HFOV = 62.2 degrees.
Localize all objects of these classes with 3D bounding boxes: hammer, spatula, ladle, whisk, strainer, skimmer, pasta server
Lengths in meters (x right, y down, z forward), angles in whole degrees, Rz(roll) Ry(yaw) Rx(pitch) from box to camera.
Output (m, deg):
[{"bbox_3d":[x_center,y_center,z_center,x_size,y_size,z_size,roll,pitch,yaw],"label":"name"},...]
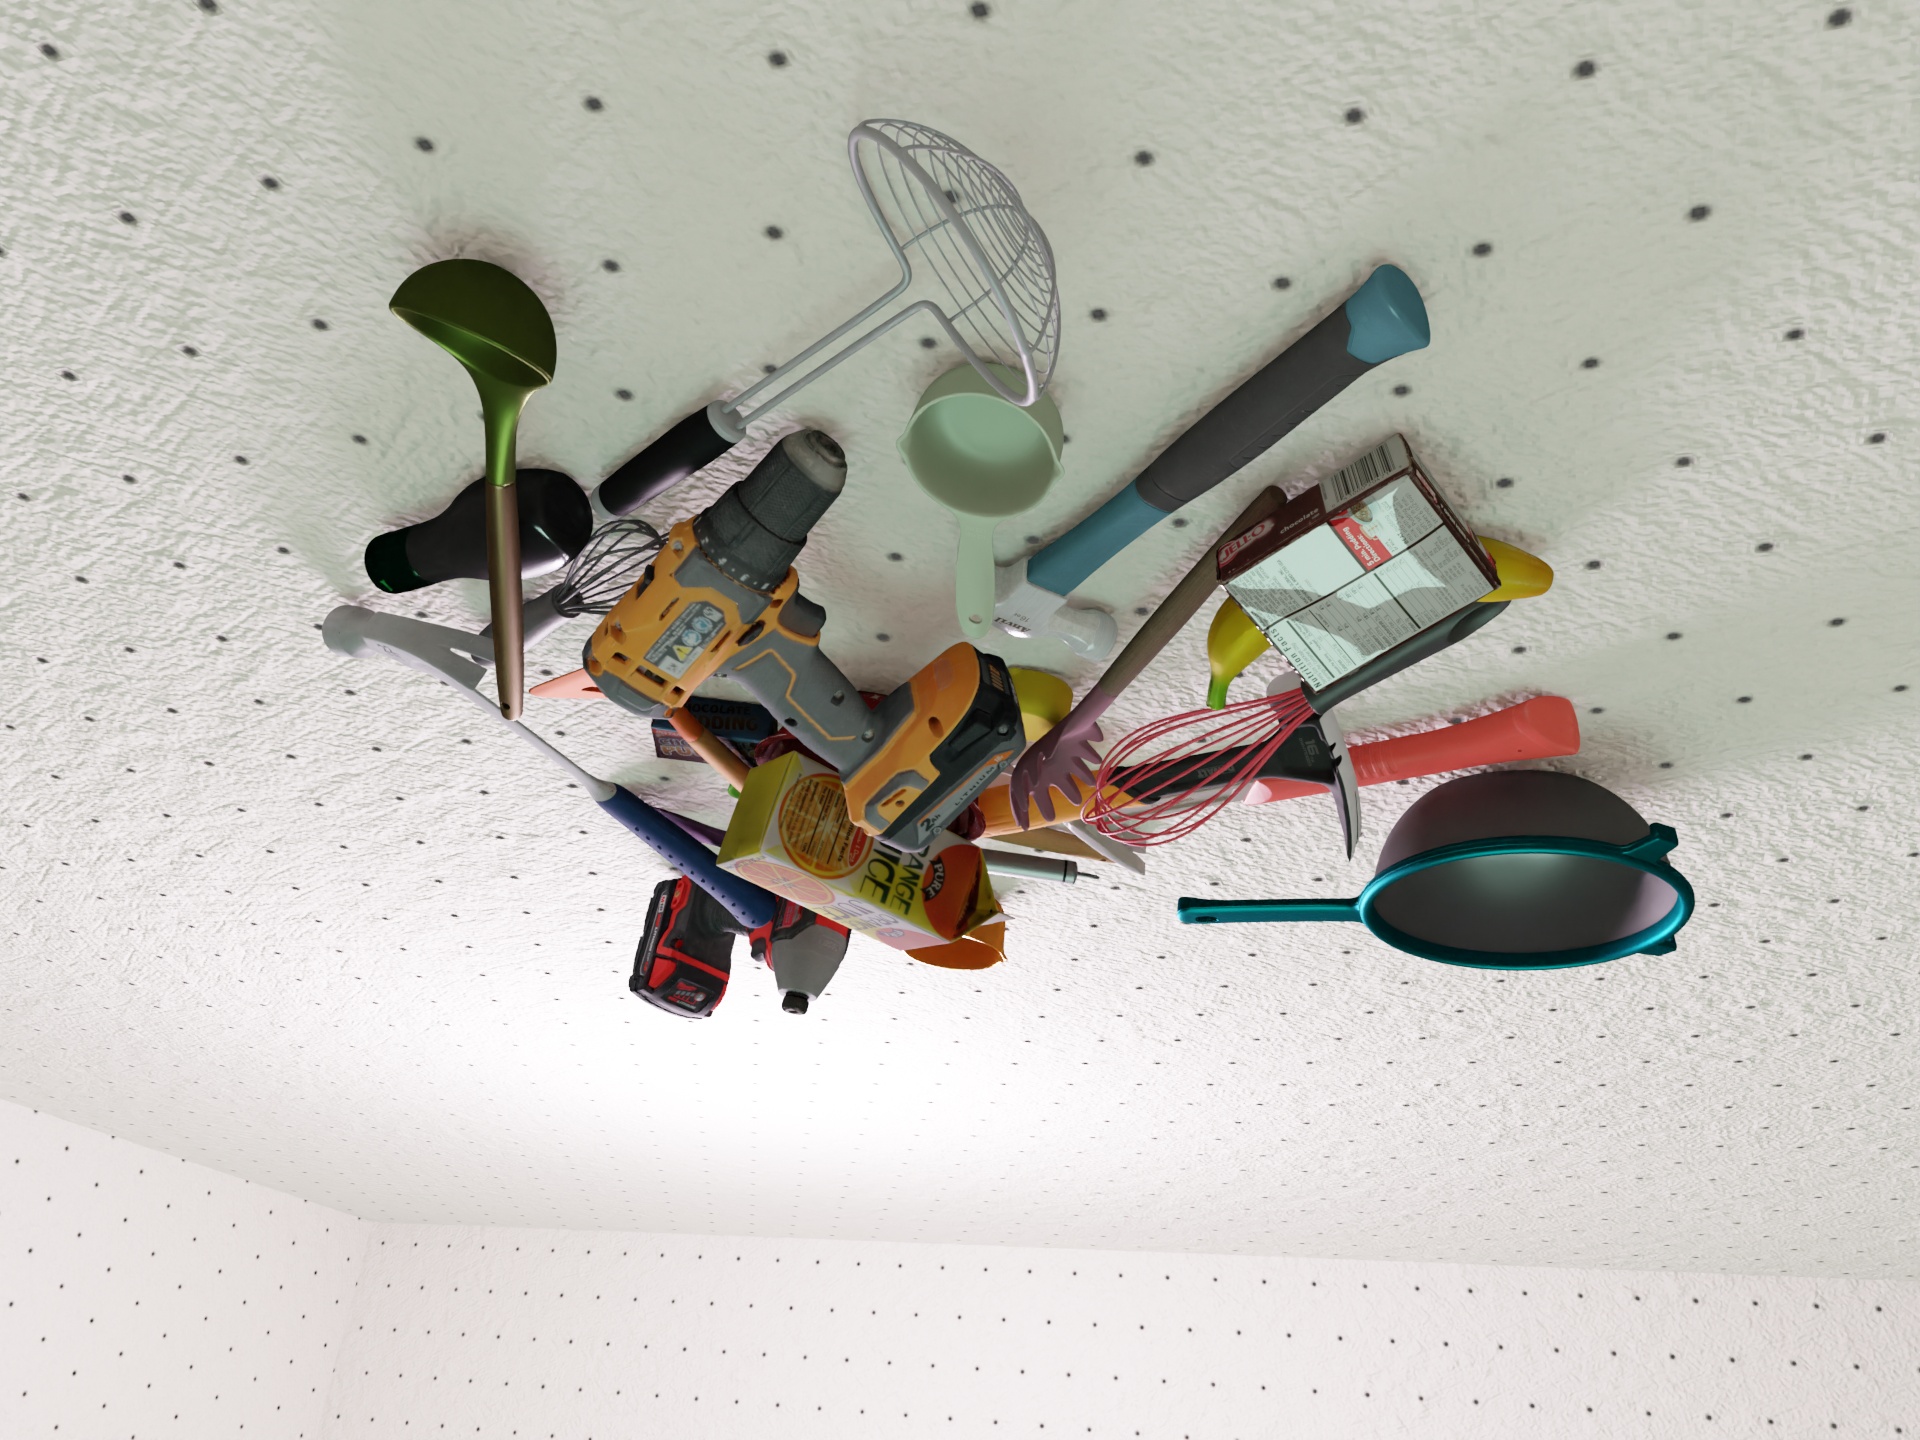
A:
[{"bbox_3d":[-0.254,0.046,1.116,0.144,0.035,0.405,10,155,39],"label":"hammer"},{"bbox_3d":[-0.149,0.097,1.201,0.316,0.018,0.059,13,157,26],"label":"spatula"},{"bbox_3d":[-0.243,-0.099,0.822,0.078,0.062,0.320,22,139,6],"label":"ladle"},{"bbox_3d":[0.109,-0.121,0.803,0.128,0.033,0.331,19,150,-25],"label":"hammer"},{"bbox_3d":[-0.239,-0.069,0.962,0.055,0.055,0.239,27,150,-34],"label":"whisk"},{"bbox_3d":[0.319,0.095,1.102,0.340,0.095,0.210,-4,150,22],"label":"strainer"},{"bbox_3d":[0.098,0.054,1.072,0.337,0.034,0.127,-11,114,31],"label":"hammer"},{"bbox_3d":[-0.020,0.105,1.229,0.258,0.050,0.087,8,174,1],"label":"strainer"},{"bbox_3d":[-0.167,0.027,1.063,0.081,0.041,0.322,-18,147,13],"label":"spatula"},{"bbox_3d":[-0.091,-0.149,0.730,0.363,0.090,0.127,-21,110,45],"label":"skimmer"},{"bbox_3d":[0.236,0.042,1.081,0.359,0.037,0.149,-13,147,33],"label":"hammer"},{"bbox_3d":[0.190,-0.004,0.935,0.296,0.073,0.073,-33,136,28],"label":"whisk"},{"bbox_3d":[0.105,-0.028,0.936,0.060,0.040,0.316,-17,157,-35],"label":"pasta server"}]

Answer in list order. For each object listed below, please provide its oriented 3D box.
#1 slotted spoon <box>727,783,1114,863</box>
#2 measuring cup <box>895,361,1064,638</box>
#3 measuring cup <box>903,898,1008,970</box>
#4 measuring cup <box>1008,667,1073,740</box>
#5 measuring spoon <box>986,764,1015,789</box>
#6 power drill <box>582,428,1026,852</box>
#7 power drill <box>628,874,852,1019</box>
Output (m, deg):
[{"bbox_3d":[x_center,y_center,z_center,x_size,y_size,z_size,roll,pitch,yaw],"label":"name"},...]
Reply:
[{"bbox_3d":[-0.021,0.071,1.200,0.313,0.031,0.070,14,152,-18],"label":"slotted spoon"},{"bbox_3d":[0.012,-0.109,0.806,0.083,0.038,0.167,11,141,8],"label":"measuring cup"},{"bbox_3d":[0.000,0.157,1.333,0.095,0.052,0.173,8,150,-2],"label":"measuring cup"},{"bbox_3d":[-0.002,-0.003,1.051,0.156,0.029,0.062,-6,150,23],"label":"measuring cup"},{"bbox_3d":[-0.011,0.025,1.129,0.124,0.018,0.034,21,143,-13],"label":"measuring spoon"},{"bbox_3d":[-0.067,-0.042,0.881,0.226,0.084,0.185,32,115,-26],"label":"power drill"},{"bbox_3d":[-0.175,0.183,1.323,0.220,0.143,0.078,-17,142,41],"label":"power drill"}]
